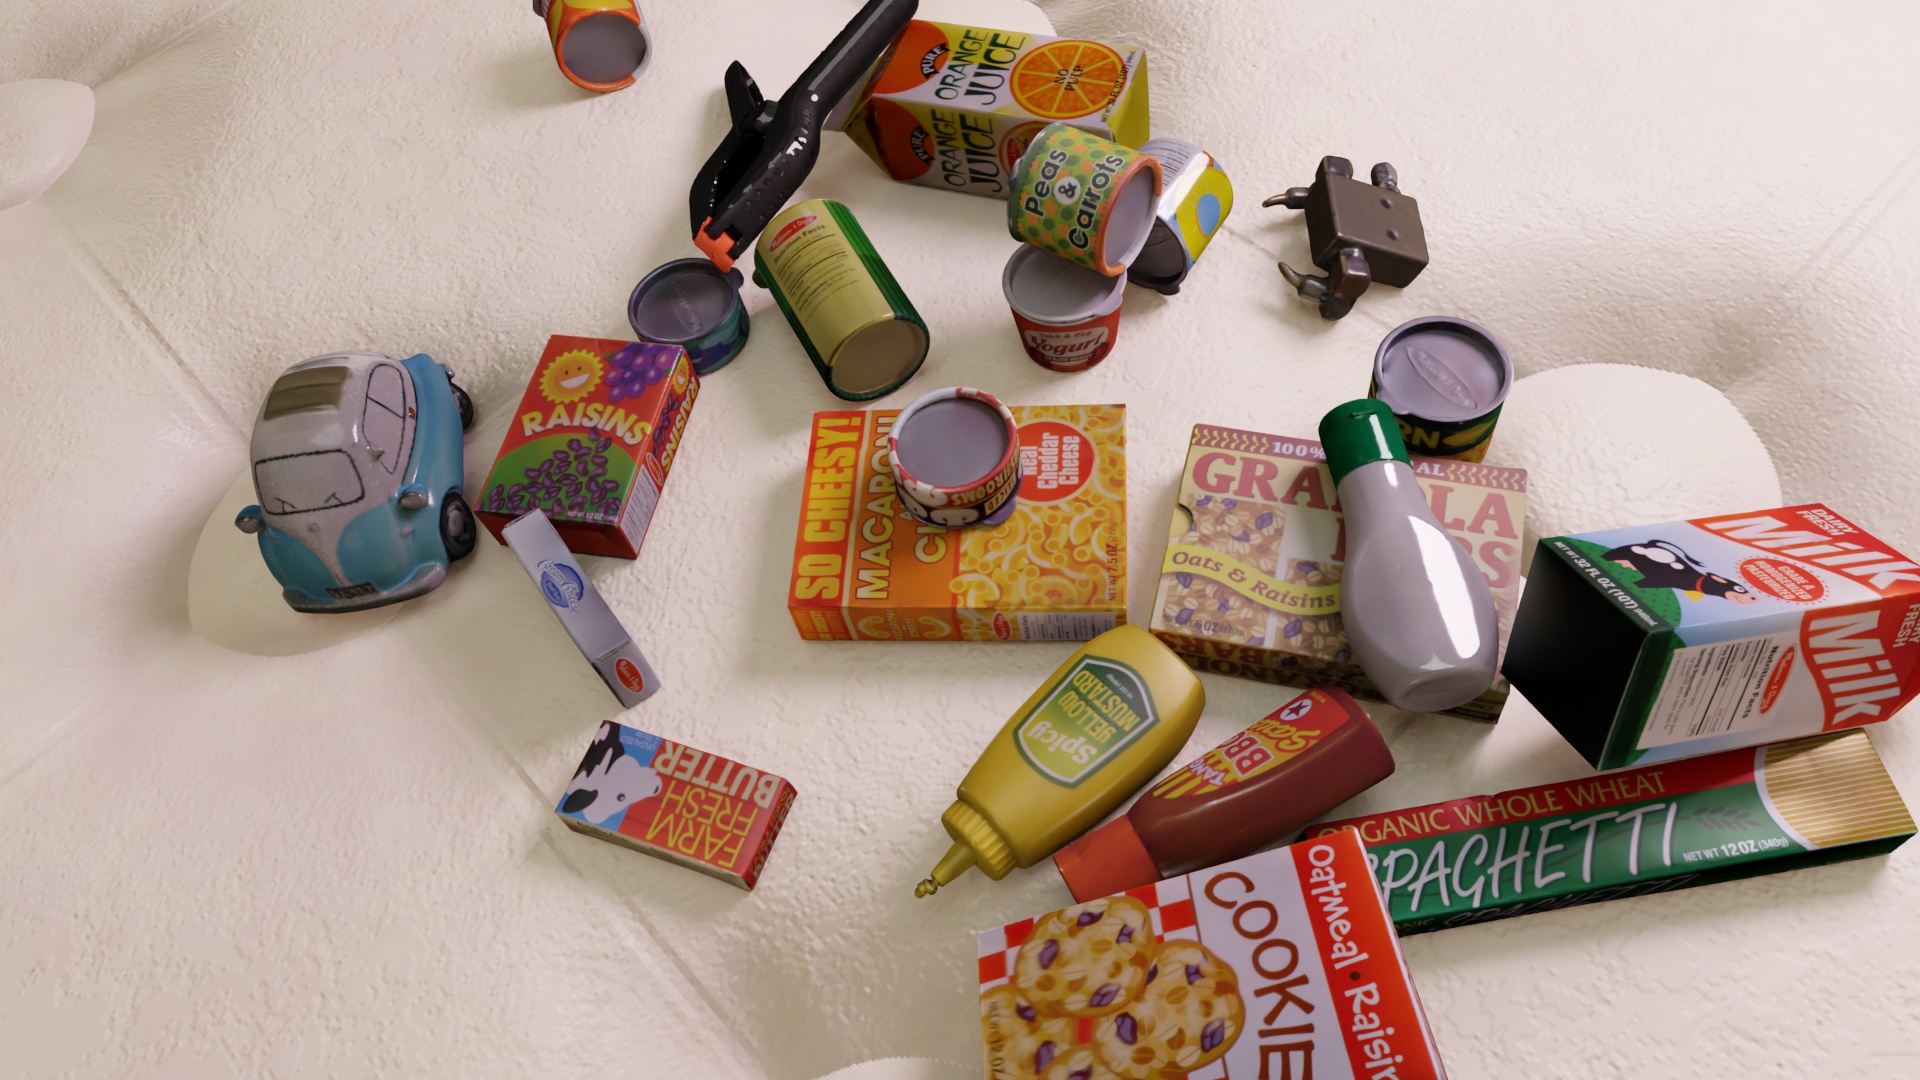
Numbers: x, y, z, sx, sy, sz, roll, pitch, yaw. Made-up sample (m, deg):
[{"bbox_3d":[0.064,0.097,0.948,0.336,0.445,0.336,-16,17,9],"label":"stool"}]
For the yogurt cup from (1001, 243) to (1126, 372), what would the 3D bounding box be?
[{"bbox_3d":[0.059,-0.131,0.776,0.072,0.053,0.073,-4,58,6],"label":"yogurt cup"}]

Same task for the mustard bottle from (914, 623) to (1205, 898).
[{"bbox_3d":[0.041,0.108,0.634,0.161,0.048,0.065,-41,60,-16],"label":"mustard bottle"}]

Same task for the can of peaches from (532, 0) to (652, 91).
[{"bbox_3d":[-0.251,-0.351,0.949,0.071,0.071,0.058,-21,59,-4],"label":"can of peaches"}]

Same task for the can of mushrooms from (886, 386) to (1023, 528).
[{"bbox_3d":[-0.001,-0.041,0.692,0.071,0.033,0.071,-3,57,5],"label":"can of mushrooms"}]

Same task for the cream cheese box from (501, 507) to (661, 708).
[{"bbox_3d":[-0.194,0.035,0.711,0.024,0.053,0.104,-34,60,-15],"label":"cream cheese box"}]

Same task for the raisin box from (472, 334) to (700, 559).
[{"bbox_3d":[-0.206,-0.055,0.777,0.086,0.040,0.124,6,59,13],"label":"raisin box"}]

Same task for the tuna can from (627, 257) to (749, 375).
[{"bbox_3d":[-0.157,-0.133,0.821,0.071,0.032,0.071,-4,58,6],"label":"tuna can"}]

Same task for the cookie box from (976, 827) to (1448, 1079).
[{"bbox_3d":[0.093,0.190,0.538,0.167,0.040,0.123,-19,33,11],"label":"cookie box"}]

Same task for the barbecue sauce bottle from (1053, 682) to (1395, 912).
[{"bbox_3d":[0.113,0.118,0.613,0.148,0.065,0.043,-30,100,-2],"label":"barbecue sauce bottle"}]

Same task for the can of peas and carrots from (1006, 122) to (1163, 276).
[{"bbox_3d":[0.065,-0.179,0.730,0.059,0.070,0.071,27,66,22],"label":"can of peas and carrots"}]

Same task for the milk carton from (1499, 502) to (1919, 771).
[{"bbox_3d":[0.340,0.036,0.594,0.191,0.073,0.072,-6,33,-14],"label":"milk carton"}]

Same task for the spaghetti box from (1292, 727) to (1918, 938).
[{"bbox_3d":[0.272,0.129,0.599,0.250,0.028,0.050,-10,57,2],"label":"spaghetti box"}]

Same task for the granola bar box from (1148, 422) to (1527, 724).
[{"bbox_3d":[0.184,0.012,0.678,0.165,0.039,0.125,10,60,14],"label":"granola bar box"}]

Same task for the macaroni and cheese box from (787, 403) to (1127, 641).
[{"bbox_3d":[0.003,-0.009,0.717,0.166,0.040,0.124,-1,58,7],"label":"macaroni and cheese box"}]

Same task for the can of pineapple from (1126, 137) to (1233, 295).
[{"bbox_3d":[0.115,-0.186,0.796,0.071,0.070,0.058,26,65,22],"label":"can of pineapple"}]

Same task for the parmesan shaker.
[{"bbox_3d":[-0.070,-0.135,0.792,0.071,0.071,0.103,-27,59,-8],"label":"parmesan shaker"}]

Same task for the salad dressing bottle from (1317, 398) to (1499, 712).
[{"bbox_3d":[0.198,0.003,0.632,0.064,0.043,0.148,-10,58,5],"label":"salad dressing bottle"}]

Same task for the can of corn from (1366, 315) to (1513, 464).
[{"bbox_3d":[0.239,-0.070,0.709,0.071,0.058,0.071,-4,58,6],"label":"can of corn"}]

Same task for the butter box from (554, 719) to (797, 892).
[{"bbox_3d":[-0.135,0.126,0.664,0.103,0.024,0.053,14,62,17],"label":"butter box"}]

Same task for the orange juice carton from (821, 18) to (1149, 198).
[{"bbox_3d":[0.014,-0.262,0.852,0.193,0.072,0.072,13,62,17],"label":"orange juice carton"}]
